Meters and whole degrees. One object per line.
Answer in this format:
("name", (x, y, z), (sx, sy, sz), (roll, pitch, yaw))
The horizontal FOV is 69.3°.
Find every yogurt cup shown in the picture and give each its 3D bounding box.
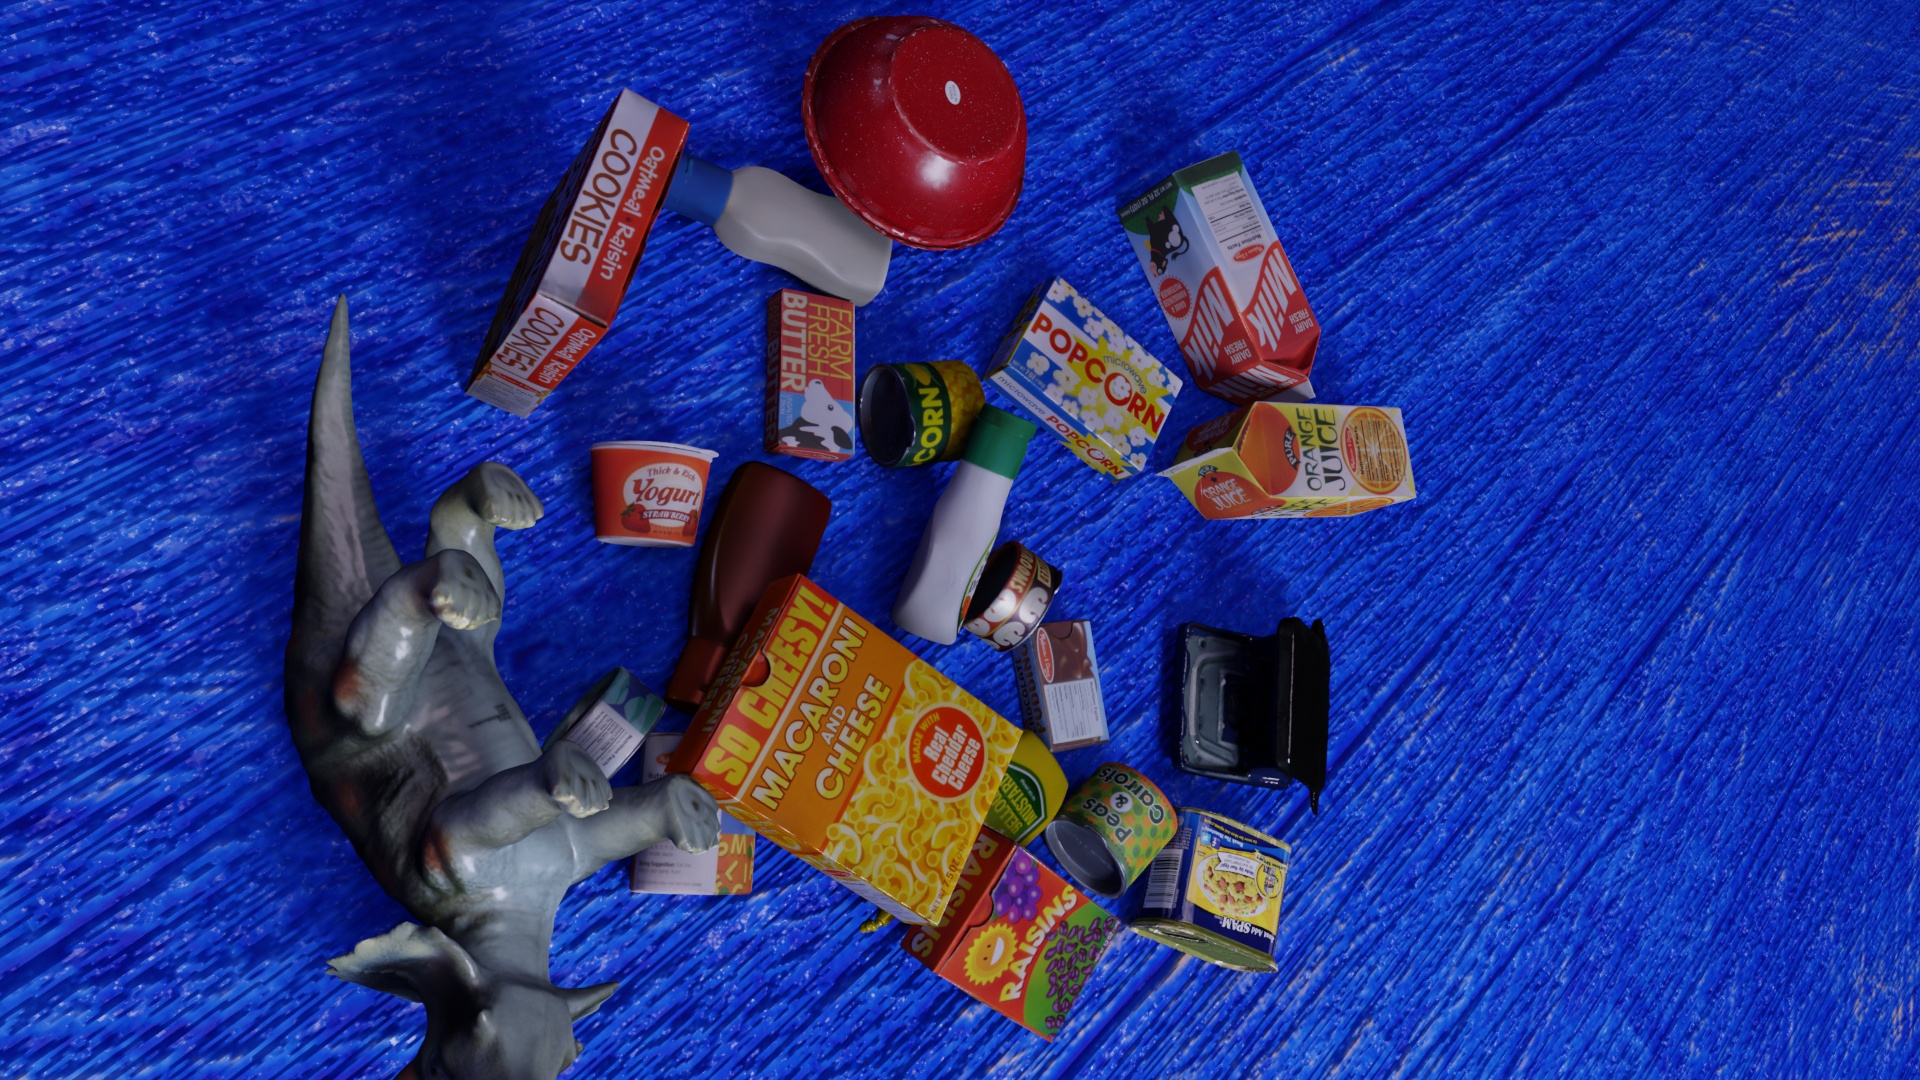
("yogurt cup", (-0.176, -0.025, 0.782), (0.072, 0.072, 0.054), (6, 84, -29))

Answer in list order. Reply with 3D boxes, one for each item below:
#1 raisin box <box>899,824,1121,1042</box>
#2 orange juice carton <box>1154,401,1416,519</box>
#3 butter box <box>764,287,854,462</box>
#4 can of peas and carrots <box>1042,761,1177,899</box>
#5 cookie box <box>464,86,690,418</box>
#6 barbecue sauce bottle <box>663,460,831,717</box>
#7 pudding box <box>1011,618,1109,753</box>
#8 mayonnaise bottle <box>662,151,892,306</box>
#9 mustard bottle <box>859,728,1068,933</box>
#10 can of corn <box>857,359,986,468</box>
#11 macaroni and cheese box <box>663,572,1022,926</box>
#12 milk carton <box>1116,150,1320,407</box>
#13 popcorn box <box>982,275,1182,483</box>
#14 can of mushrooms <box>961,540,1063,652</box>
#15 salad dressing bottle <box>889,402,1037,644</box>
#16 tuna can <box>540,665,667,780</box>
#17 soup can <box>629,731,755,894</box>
("raisin box", (0.032, 0.233, 0.822), (0.123, 0.040, 0.086), (44, 74, -38))
("orange juice carton", (0.240, -0.058, 1.030), (0.193, 0.071, 0.073), (-2, 79, -31))
("butter box", (-0.094, -0.103, 0.871), (0.053, 0.024, 0.103), (6, 76, -30))
("can of peas and carrots", (0.096, 0.183, 0.888), (0.059, 0.070, 0.071), (-40, 100, -32))
("cookie box", (-0.204, -0.145, 0.731), (0.040, 0.167, 0.123), (25, 67, -25))
("barbecue sauce bottle", (-0.128, 0.031, 0.808), (0.065, 0.043, 0.149), (29, 66, -22))
("pudding box", (0.065, 0.096, 0.914), (0.050, 0.030, 0.084), (-5, 81, -30))
("mayonnaise bottle", (-0.116, -0.200, 0.872), (0.148, 0.041, 0.065), (18, 64, -25))
("mustard bottle", (-0.002, 0.183, 0.842), (0.161, 0.048, 0.065), (-42, 103, -31))
("can of corn", (-0.023, -0.080, 0.881), (0.058, 0.071, 0.071), (-7, 82, -32))
("macaroni and cheese box", (-0.058, 0.114, 0.756), (0.166, 0.040, 0.124), (38, 61, -22))
("milk carton", (0.201, -0.183, 1.037), (0.074, 0.072, 0.190), (-27, 91, -32))
("popcorn box", (0.087, -0.112, 0.972), (0.126, 0.038, 0.085), (37, 62, -18))
("can of mushrooms", (0.031, 0.034, 0.885), (0.033, 0.071, 0.071), (35, 63, -17))
("salad dressing bottle", (0.003, -0.011, 0.859), (0.044, 0.064, 0.147), (22, 95, -1))
("tuna can", (-0.191, 0.100, 0.743), (0.033, 0.071, 0.071), (44, 61, -14))
("soup can", (-0.143, 0.150, 0.759), (0.071, 0.071, 0.084), (9, 75, -29))
